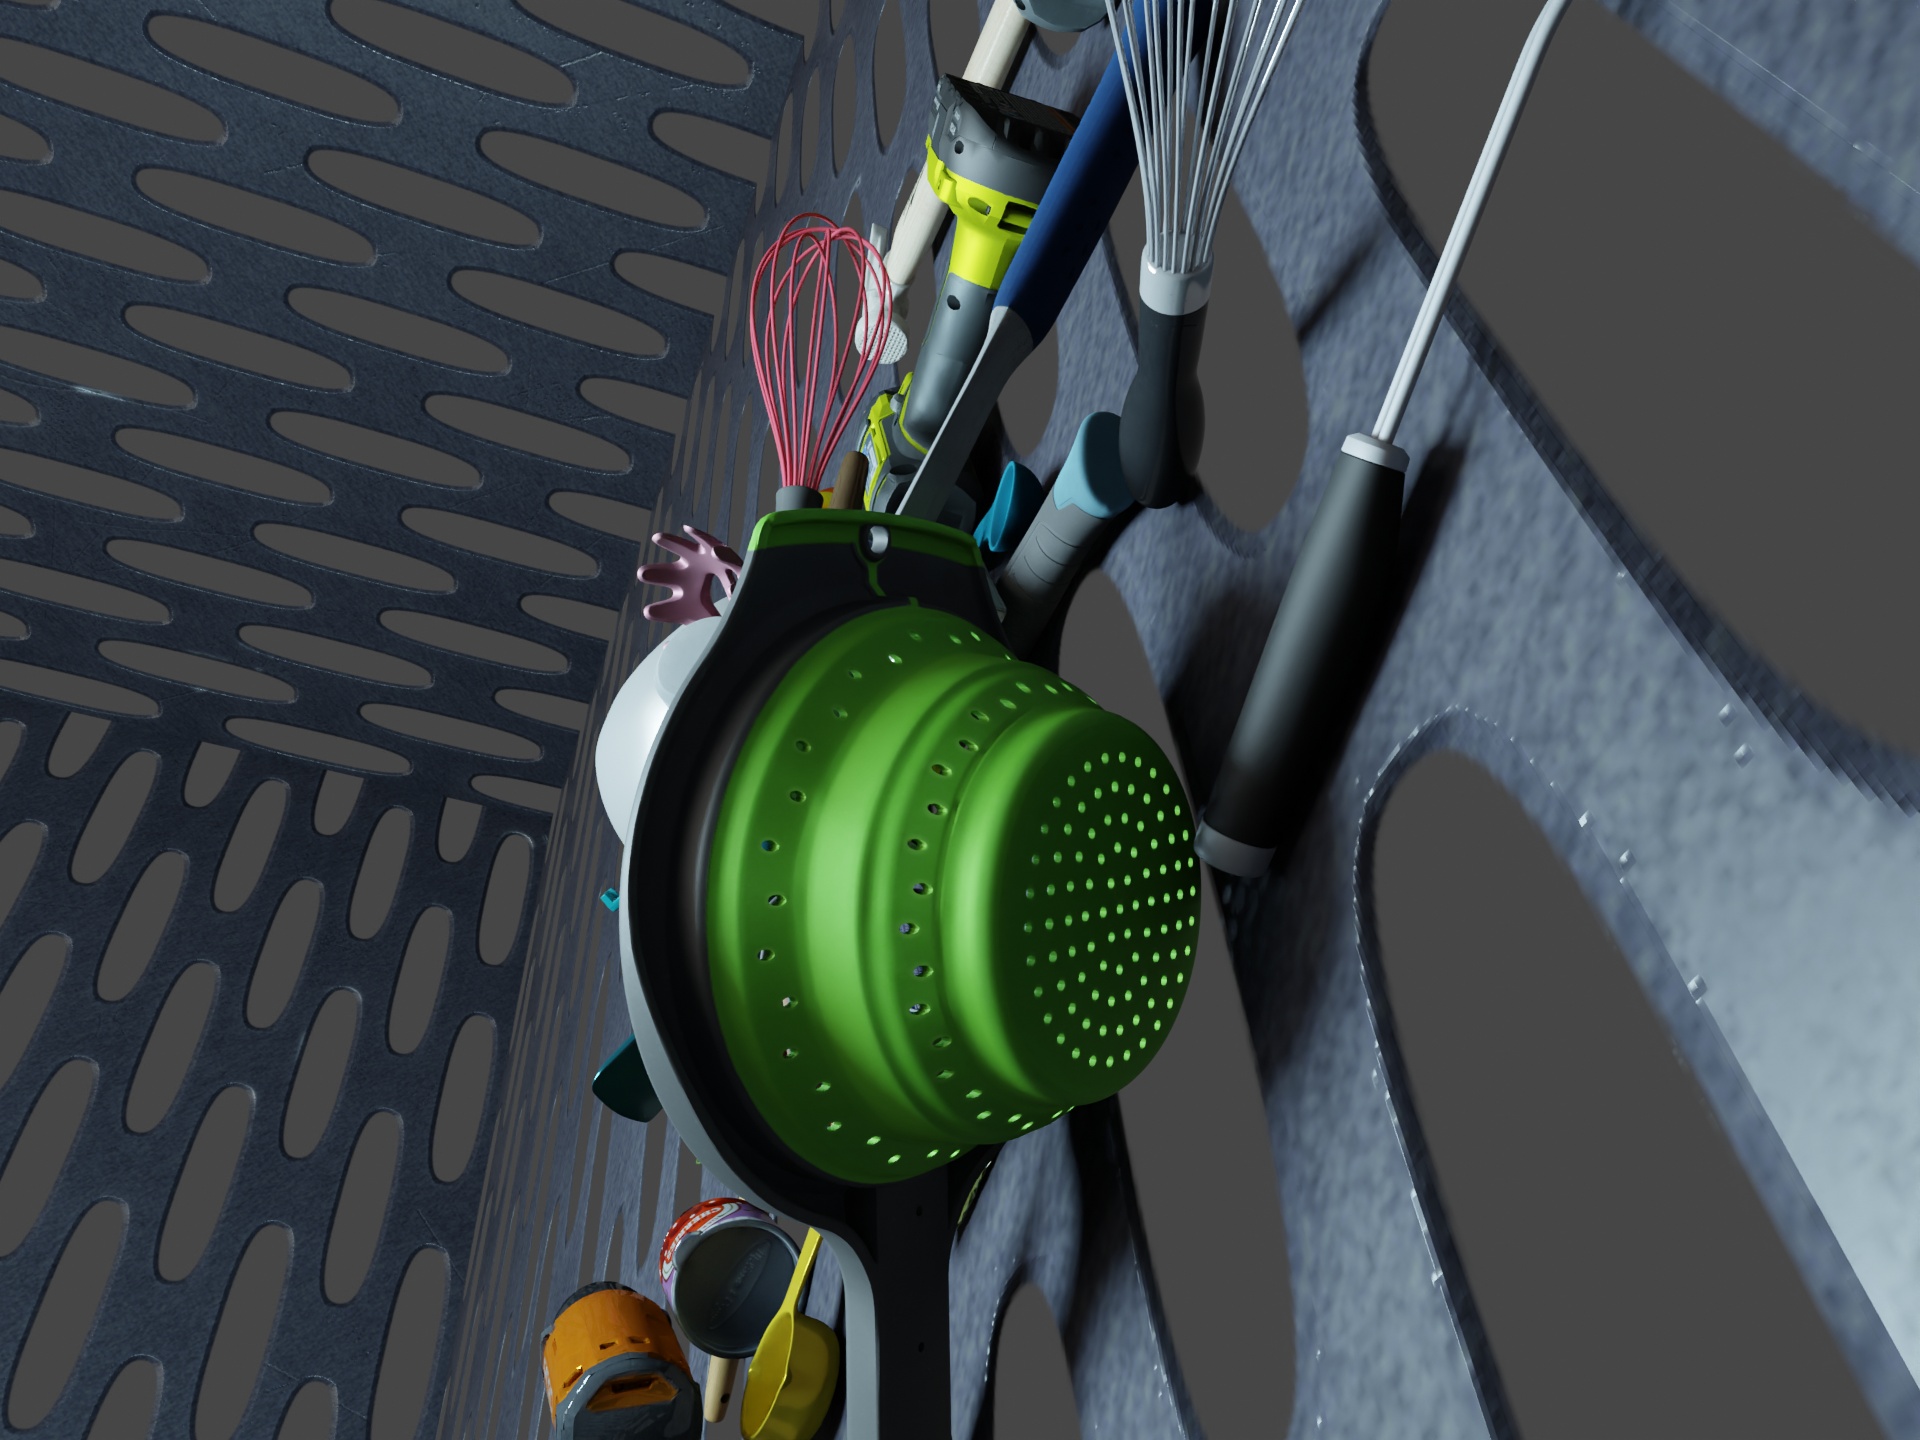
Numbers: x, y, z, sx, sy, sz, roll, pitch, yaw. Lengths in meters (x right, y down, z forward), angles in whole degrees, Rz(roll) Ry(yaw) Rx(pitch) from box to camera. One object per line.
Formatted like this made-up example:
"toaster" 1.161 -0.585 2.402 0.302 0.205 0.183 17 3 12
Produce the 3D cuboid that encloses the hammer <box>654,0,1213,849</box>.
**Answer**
"hammer" 0.016 -0.135 0.601 0.406 0.035 0.143 -65 -29 -24

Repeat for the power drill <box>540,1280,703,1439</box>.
"power drill" -0.160 0.382 0.742 0.164 0.084 0.226 179 90 -72

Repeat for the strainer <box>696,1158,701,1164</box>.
"strainer" -0.180 0.167 1.093 0.257 0.069 0.151 -109 38 -60

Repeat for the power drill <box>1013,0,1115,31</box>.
"power drill" 0.065 -0.501 0.817 0.228 0.080 0.191 -60 37 42

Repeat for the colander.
"colander" 0.008 0.134 0.473 0.094 0.204 0.397 0 91 38

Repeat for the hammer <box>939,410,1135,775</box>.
"hammer" -0.001 -0.002 0.729 0.128 0.033 0.330 -93 24 -43

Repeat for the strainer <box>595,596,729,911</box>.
"strainer" -0.112 -0.034 0.876 0.211 0.095 0.340 -50 5 -39

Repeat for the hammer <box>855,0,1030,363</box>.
"hammer" 0.019 -0.428 1.026 0.410 0.038 0.146 123 157 -45

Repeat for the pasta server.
"pasta server" -0.101 0.061 0.786 0.060 0.040 0.316 -9 91 36

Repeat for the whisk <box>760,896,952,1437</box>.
"whisk" -0.031 0.170 0.541 0.055 0.055 0.239 162 97 -71

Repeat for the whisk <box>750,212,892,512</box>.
"whisk" -0.077 -0.128 0.789 0.073 0.073 0.296 138 139 -62

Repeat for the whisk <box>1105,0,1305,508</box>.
"whisk" 0.065 -0.157 0.470 0.284 0.070 0.070 86 -173 -58

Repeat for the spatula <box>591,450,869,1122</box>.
"spatula" -0.088 0.017 0.697 0.082 0.044 0.318 74 -154 -65

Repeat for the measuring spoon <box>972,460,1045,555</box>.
"measuring spoon" 0.020 -0.088 0.772 0.128 0.021 0.042 134 147 -75

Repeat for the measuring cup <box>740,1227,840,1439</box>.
"measuring cup" -0.059 0.252 0.727 0.062 0.029 0.157 -39 27 62

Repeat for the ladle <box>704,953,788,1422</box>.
"ladle" -0.106 0.224 0.856 0.031 0.069 0.315 13 93 46

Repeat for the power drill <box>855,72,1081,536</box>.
"power drill" -0.003 -0.215 0.848 0.171 0.080 0.223 -105 31 -59

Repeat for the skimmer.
"skimmer" 0.101 -0.137 0.411 0.127 0.090 0.363 -47 -25 -74
